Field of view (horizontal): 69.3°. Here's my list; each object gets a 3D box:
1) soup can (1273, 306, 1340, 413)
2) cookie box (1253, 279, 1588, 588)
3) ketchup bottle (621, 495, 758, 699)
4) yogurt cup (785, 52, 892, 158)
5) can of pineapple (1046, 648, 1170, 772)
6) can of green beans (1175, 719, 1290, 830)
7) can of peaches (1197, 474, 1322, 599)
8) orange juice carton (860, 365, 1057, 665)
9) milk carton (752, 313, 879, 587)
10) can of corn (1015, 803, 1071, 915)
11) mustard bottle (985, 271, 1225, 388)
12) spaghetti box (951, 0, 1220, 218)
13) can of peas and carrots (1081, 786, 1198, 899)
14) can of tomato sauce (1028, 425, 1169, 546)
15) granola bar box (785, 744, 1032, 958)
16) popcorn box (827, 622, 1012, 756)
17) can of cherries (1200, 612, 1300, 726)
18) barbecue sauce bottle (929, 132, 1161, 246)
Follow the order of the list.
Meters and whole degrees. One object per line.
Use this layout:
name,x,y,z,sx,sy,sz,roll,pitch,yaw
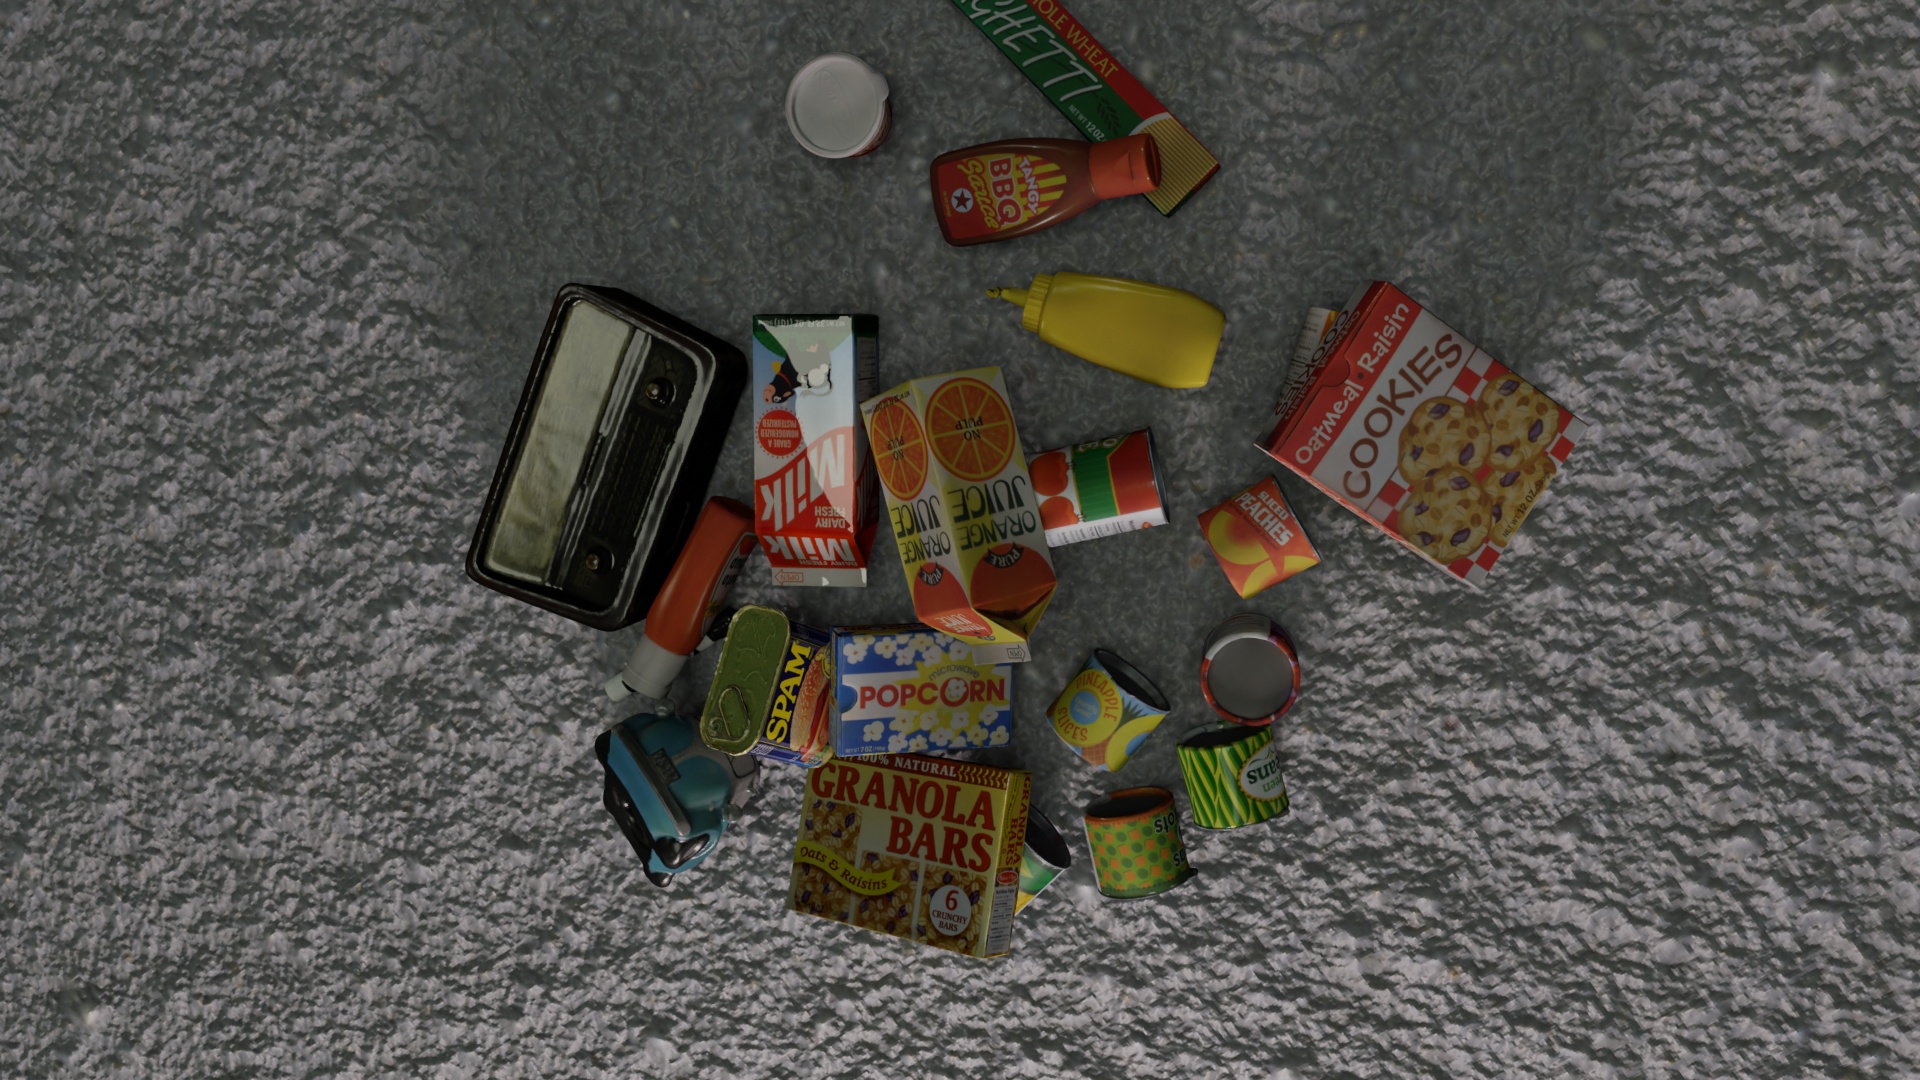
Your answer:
soup can,0.247,-0.102,0.900,0.071,0.071,0.083,18,100,8
cookie box,0.284,-0.065,0.858,0.167,0.040,0.123,31,95,-14
ketchup bottle,-0.193,0.041,0.994,0.043,0.065,0.148,30,95,4
yogurt cup,-0.079,-0.291,0.941,0.072,0.054,0.072,1,98,11
can of pineapple,0.100,0.117,0.954,0.071,0.071,0.057,38,103,4
can of green beans,0.185,0.158,0.946,0.071,0.071,0.057,-13,95,12
can of peaches,0.197,-0.003,0.920,0.058,0.071,0.071,-29,92,14
orange juice carton,0.003,-0.011,0.917,0.071,0.073,0.192,-16,88,57
milk carton,-0.099,-0.062,0.965,0.072,0.073,0.190,1,98,10
can of corn,0.033,0.222,0.982,0.071,0.071,0.058,44,103,2
mustard bottle,0.094,-0.149,0.930,0.160,0.049,0.065,18,101,8
spaghetti box,0.068,-0.319,0.923,0.250,0.029,0.050,46,103,2
can of peas and carrots,0.124,0.209,0.964,0.071,0.071,0.058,-12,95,12
can of tomato sauce,0.093,-0.037,0.937,0.083,0.071,0.071,-12,95,13
granola bar box,-0.036,0.210,0.964,0.165,0.039,0.124,4,81,32
popcorn box,-0.027,0.101,0.966,0.127,0.038,0.085,-1,99,-18
can of cherries,0.197,0.089,0.938,0.071,0.058,0.071,1,98,11
barbecue sauce bottle,0.056,-0.235,0.911,0.148,0.044,0.064,-5,106,25
